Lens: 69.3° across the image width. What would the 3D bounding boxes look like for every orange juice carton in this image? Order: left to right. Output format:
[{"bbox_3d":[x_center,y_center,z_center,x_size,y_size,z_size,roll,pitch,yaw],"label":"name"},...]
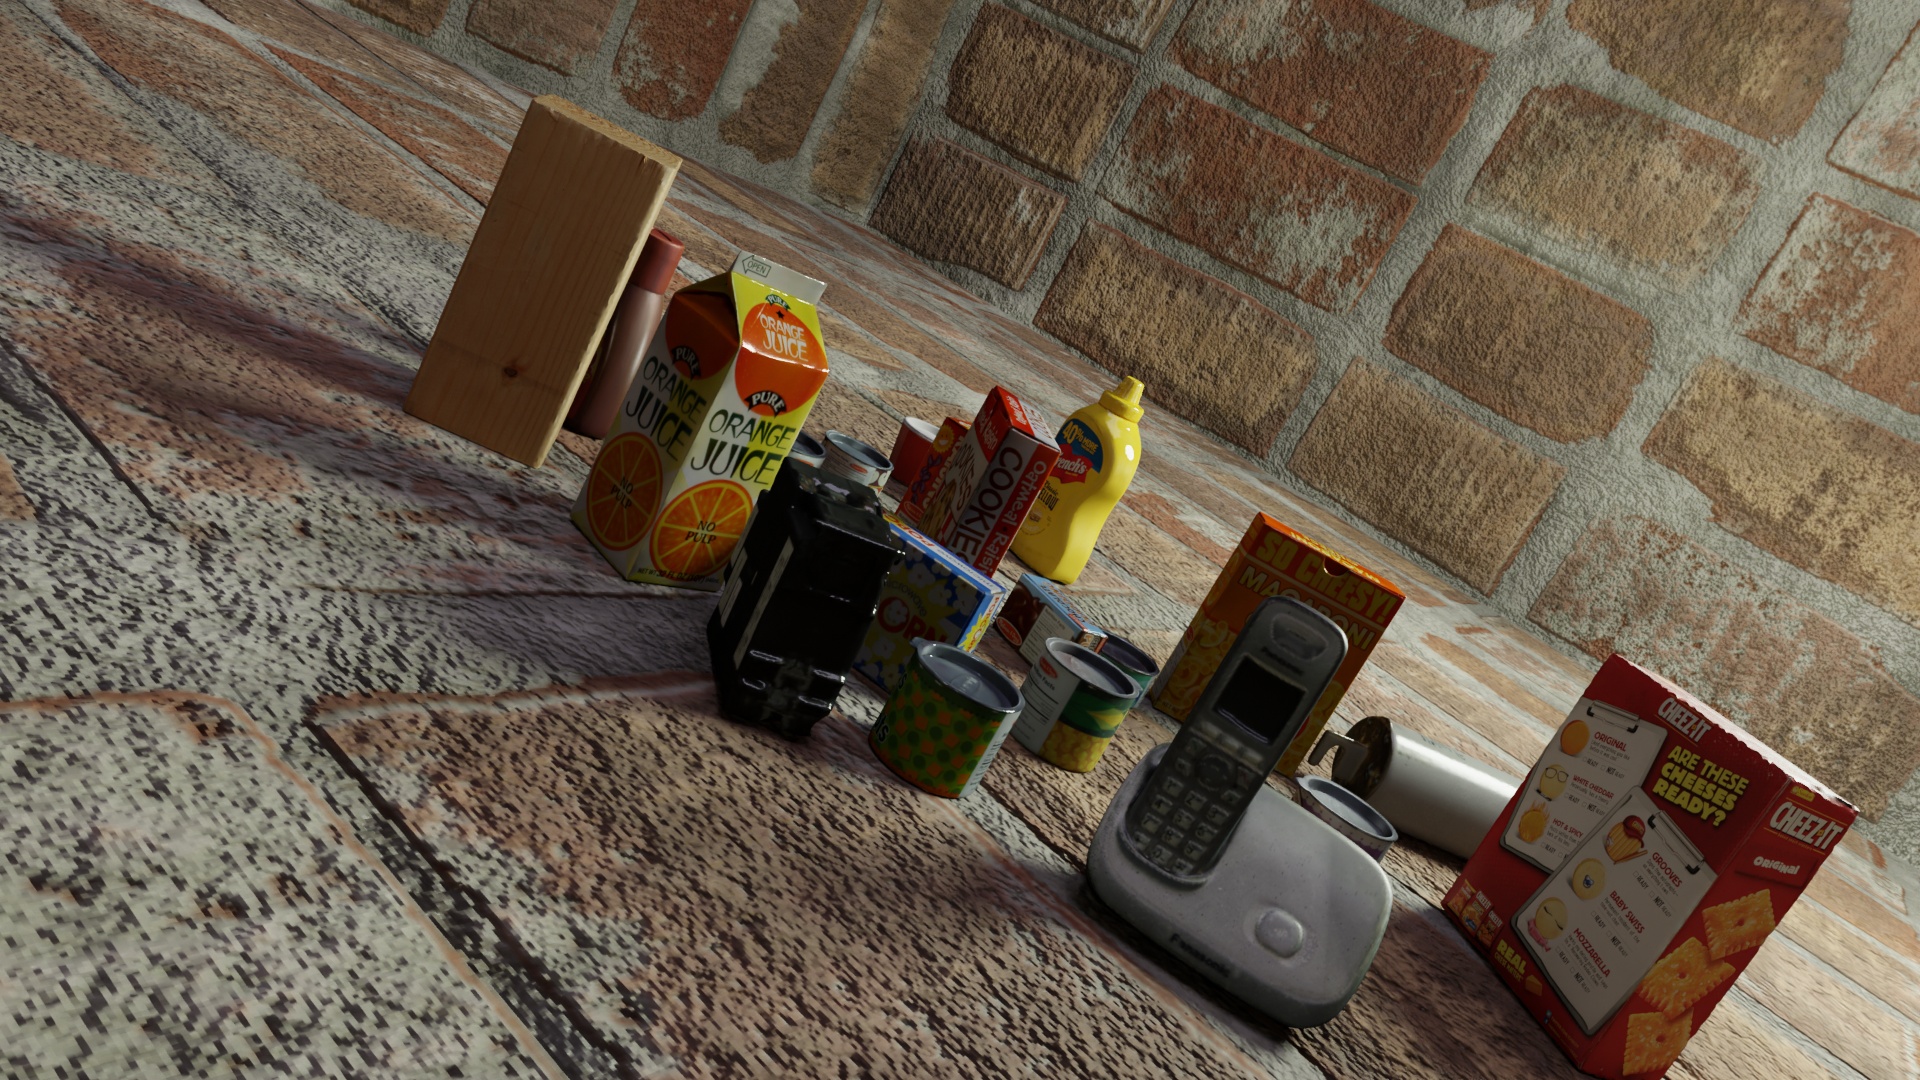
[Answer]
[{"bbox_3d":[-0.143,-0.072,0.802,0.073,0.192,0.072,39,17,36],"label":"orange juice carton"}]

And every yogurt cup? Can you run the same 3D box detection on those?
[{"bbox_3d":[-0.035,-0.079,1.324,0.072,0.053,0.072,27,14,-7],"label":"yogurt cup"}]

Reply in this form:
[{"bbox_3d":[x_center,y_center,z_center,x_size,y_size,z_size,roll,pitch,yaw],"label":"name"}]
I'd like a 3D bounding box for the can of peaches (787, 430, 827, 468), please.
[{"bbox_3d":[-0.141,-0.055,1.024,0.071,0.058,0.071,27,14,-7],"label":"can of peaches"}]

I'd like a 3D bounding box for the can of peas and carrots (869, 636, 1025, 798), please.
[{"bbox_3d":[-0.010,0.095,0.745,0.071,0.058,0.071,27,14,-7],"label":"can of peas and carrots"}]

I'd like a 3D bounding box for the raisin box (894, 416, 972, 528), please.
[{"bbox_3d":[-0.002,-0.027,1.059,0.040,0.123,0.086,39,17,36],"label":"raisin box"}]

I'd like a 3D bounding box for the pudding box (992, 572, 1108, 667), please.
[{"bbox_3d":[0.064,0.065,1.012,0.030,0.049,0.084,17,18,-40],"label":"pudding box"}]

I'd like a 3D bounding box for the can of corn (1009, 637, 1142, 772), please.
[{"bbox_3d":[0.071,0.104,0.870,0.071,0.058,0.071,27,14,-7],"label":"can of corn"}]

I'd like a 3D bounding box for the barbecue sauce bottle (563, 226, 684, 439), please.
[{"bbox_3d":[-0.240,-0.148,0.975,0.044,0.148,0.065,16,18,-43],"label":"barbecue sauce bottle"}]

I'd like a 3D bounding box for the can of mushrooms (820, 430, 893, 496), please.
[{"bbox_3d":[-0.093,-0.065,1.204,0.071,0.033,0.071,27,14,-7],"label":"can of mushrooms"}]

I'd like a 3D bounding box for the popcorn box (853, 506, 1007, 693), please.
[{"bbox_3d":[-0.046,0.033,0.838,0.127,0.085,0.038,34,14,19],"label":"popcorn box"}]

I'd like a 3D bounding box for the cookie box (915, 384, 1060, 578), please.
[{"bbox_3d":[0.003,-0.012,0.922,0.040,0.167,0.123,26,14,-12],"label":"cookie box"}]

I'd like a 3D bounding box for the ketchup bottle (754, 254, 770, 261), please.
[{"bbox_3d":[-0.182,-0.152,1.103,0.043,0.148,0.065,38,16,34],"label":"ketchup bottle"}]

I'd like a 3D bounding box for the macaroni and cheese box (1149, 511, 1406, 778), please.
[{"bbox_3d":[0.239,0.080,1.056,0.124,0.166,0.040,28,13,-4],"label":"macaroni and cheese box"}]

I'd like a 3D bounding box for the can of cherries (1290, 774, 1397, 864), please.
[{"bbox_3d":[0.227,0.189,0.871,0.071,0.058,0.072,27,14,-7],"label":"can of cherries"}]

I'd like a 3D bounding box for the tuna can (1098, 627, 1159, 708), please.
[{"bbox_3d":[0.110,0.093,1.036,0.071,0.032,0.071,27,14,-7],"label":"tuna can"}]
